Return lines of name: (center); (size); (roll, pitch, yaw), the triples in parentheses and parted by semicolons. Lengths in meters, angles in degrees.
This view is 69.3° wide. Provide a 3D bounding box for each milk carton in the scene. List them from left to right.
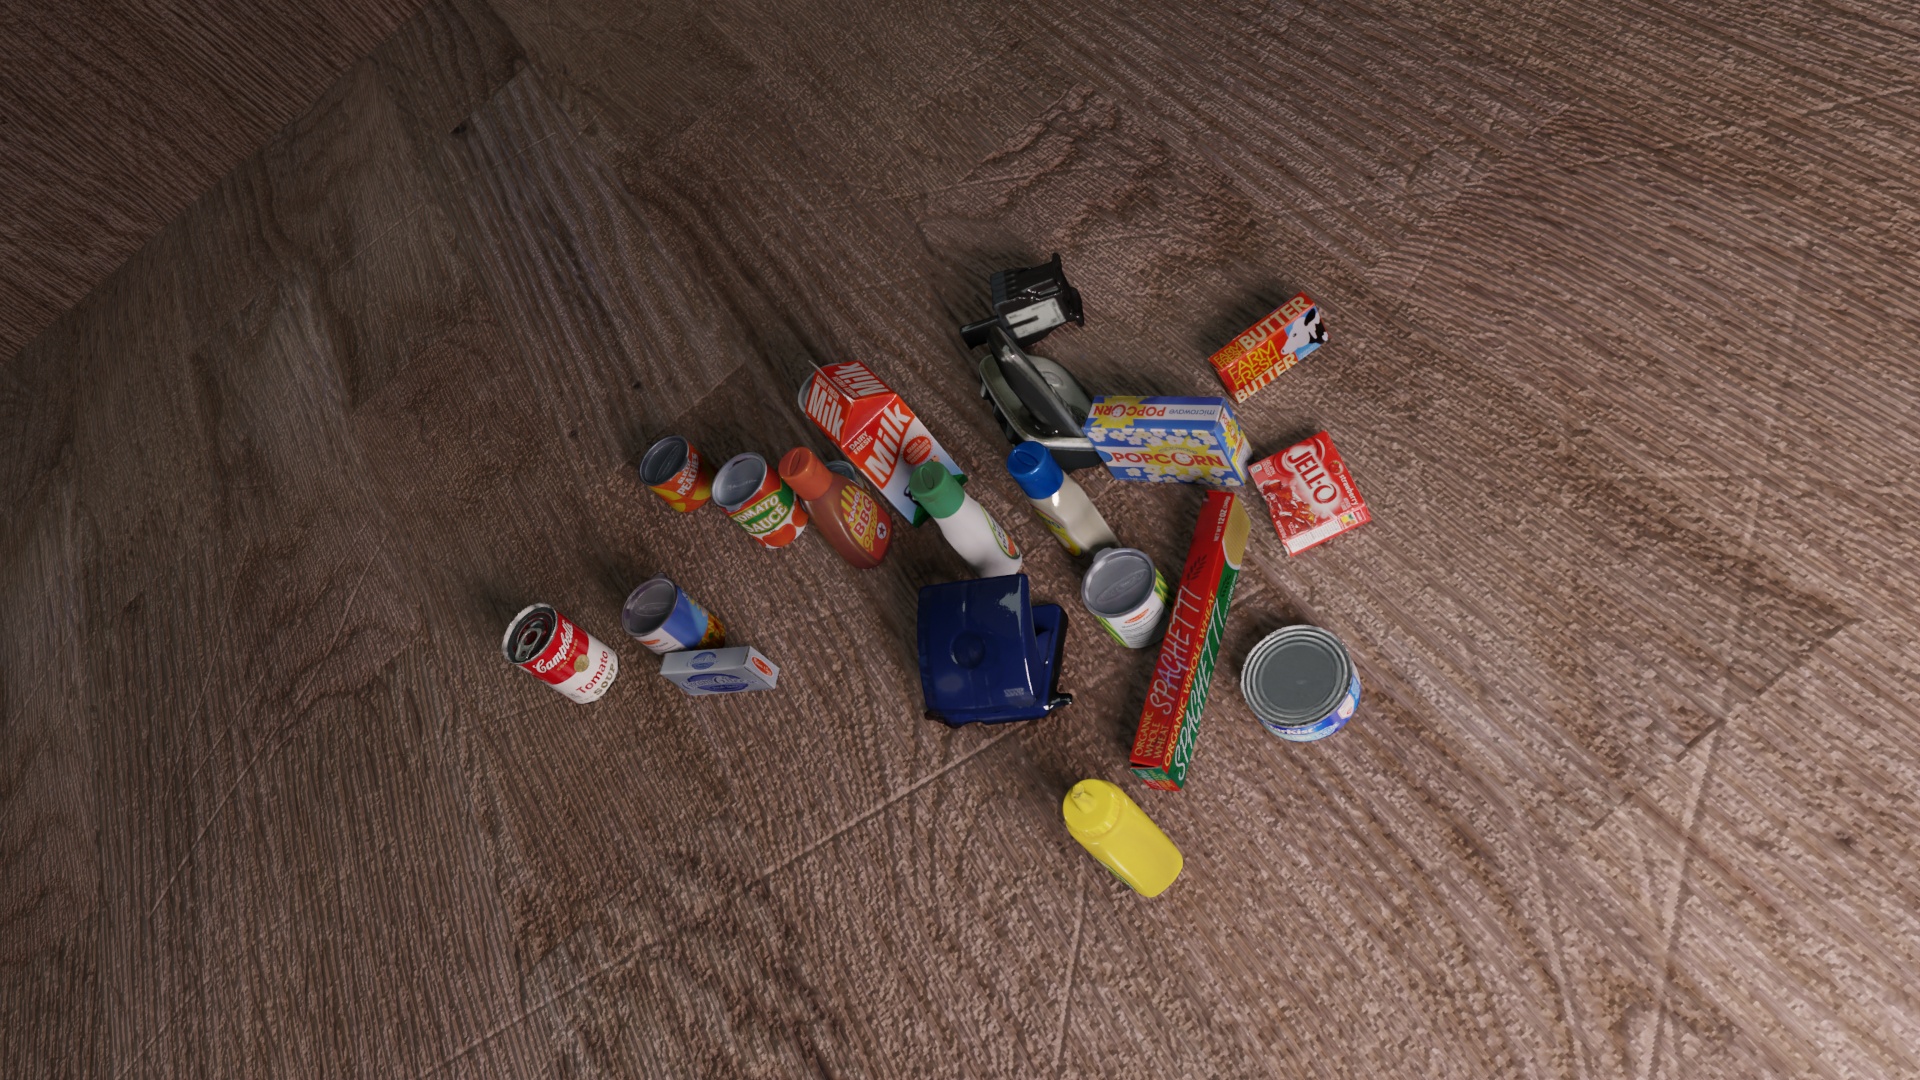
milk carton: (-0.077, -0.099, 1.304); (0.073, 0.190, 0.072); (-44, 48, -2)

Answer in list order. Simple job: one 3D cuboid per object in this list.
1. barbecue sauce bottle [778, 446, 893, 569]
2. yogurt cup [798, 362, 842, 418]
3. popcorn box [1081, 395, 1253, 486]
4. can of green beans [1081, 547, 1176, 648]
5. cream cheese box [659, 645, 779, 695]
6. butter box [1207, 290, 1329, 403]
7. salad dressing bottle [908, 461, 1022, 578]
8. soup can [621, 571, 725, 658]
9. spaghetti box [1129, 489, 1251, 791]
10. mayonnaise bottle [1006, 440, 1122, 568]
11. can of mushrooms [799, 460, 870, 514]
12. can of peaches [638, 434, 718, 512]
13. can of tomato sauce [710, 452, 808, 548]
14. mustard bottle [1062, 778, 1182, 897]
barbecue sauce bottle: (-0.118, -0.034, 1.313); (0.043, 0.148, 0.065); (-4, 58, 29)
yogurt cup: (-0.128, -0.145, 1.460); (0.072, 0.053, 0.073); (-16, 52, 22)
popcorn box: (0.182, -0.087, 1.211); (0.126, 0.085, 0.038); (5, 62, 33)
can of green beans: (0.142, 0.049, 1.160); (0.071, 0.057, 0.071); (-16, 52, 22)
cream cheese box: (-0.232, 0.126, 1.335); (0.103, 0.053, 0.024); (-7, 56, 27)
butter box: (0.275, -0.171, 1.235); (0.103, 0.053, 0.024); (-36, 48, 5)
salad dressing bottle: (0.004, -0.015, 1.227); (0.044, 0.147, 0.064); (-32, 48, 9)
soup can: (-0.282, 0.082, 1.376); (0.071, 0.083, 0.072); (-16, 52, 22)
spaghetti box: (0.187, 0.078, 1.118); (0.028, 0.050, 0.251); (3, 61, 33)
mayonnaise bottle: (0.086, -0.030, 1.188); (0.041, 0.147, 0.065); (-50, 48, -7)
can of mushrooms: (-0.125, -0.044, 1.401); (0.071, 0.033, 0.071); (-16, 52, 22)
can of peaches: (-0.305, -0.072, 1.513); (0.071, 0.058, 0.071); (-16, 52, 22)
can of tomato sauce: (-0.202, -0.038, 1.411); (0.071, 0.083, 0.071); (-16, 52, 22)
mustard bottle: (0.109, 0.207, 1.001); (0.049, 0.159, 0.065); (-47, 48, -5)
